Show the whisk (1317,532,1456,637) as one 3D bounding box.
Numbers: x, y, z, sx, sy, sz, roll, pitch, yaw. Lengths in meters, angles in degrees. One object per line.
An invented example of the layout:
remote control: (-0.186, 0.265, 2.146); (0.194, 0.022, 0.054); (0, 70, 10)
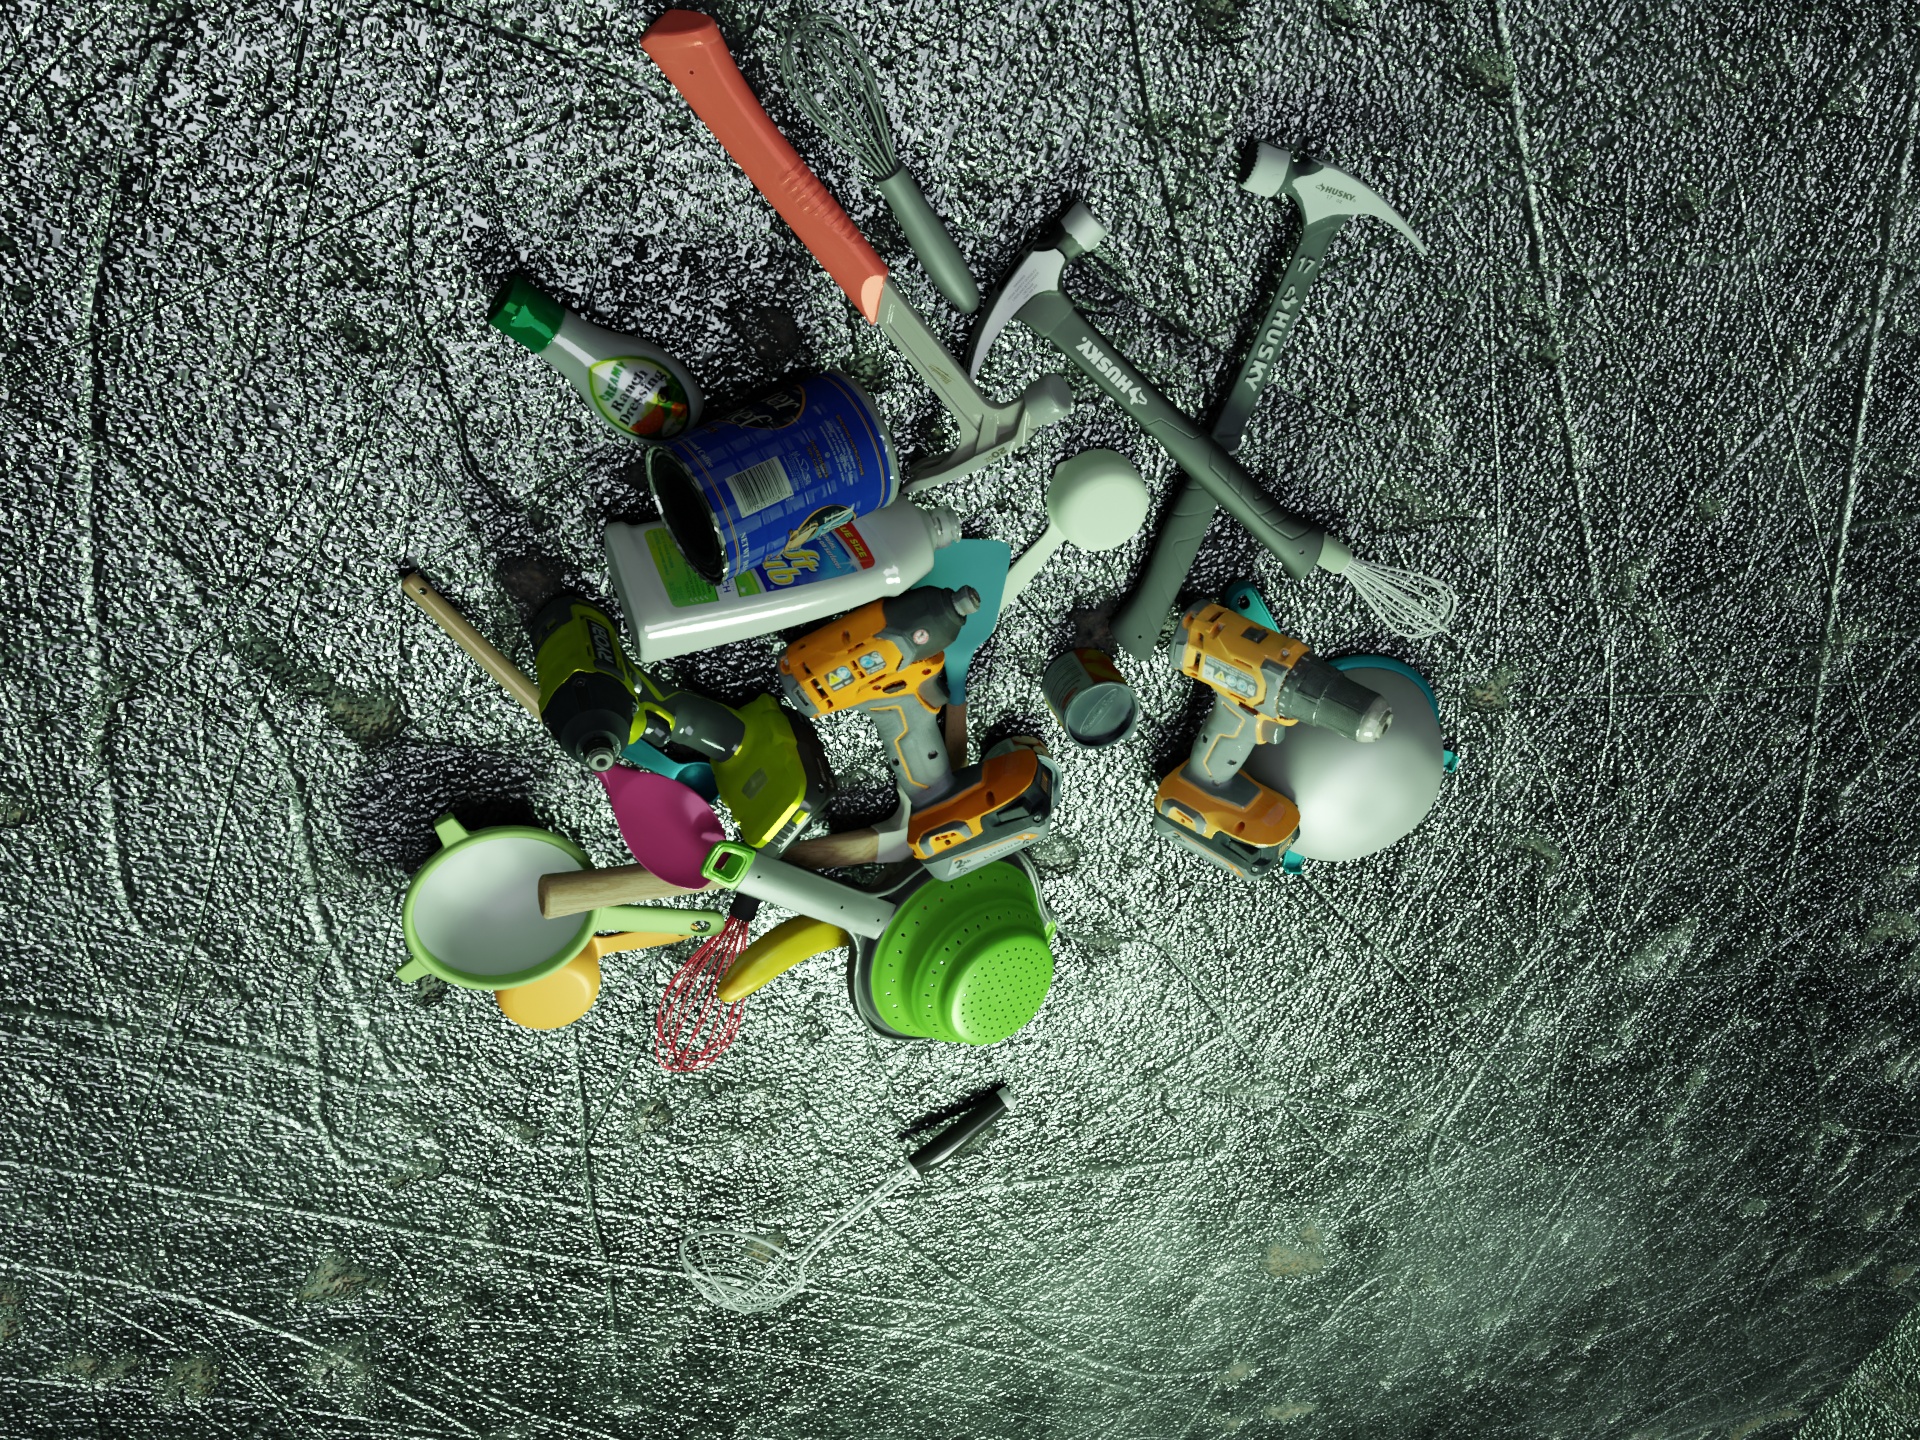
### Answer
whisk: (0.323, -0.130, 1.327); (0.246, 0.058, 0.059); (25, 120, -26)

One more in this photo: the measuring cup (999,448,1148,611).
measuring cup: (0.078, -0.136, 1.240); (0.083, 0.038, 0.167); (35, 105, -34)

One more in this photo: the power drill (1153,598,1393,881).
power drill: (0.253, 0.026, 1.319); (0.084, 0.185, 0.226); (-38, 144, -39)

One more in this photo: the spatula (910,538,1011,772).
spatula: (-0.002, -0.004, 1.308); (0.082, 0.044, 0.317); (-2, 130, -3)

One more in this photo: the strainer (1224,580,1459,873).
strainer: (0.323, 0.014, 1.390); (0.211, 0.095, 0.340); (-35, 128, 6)

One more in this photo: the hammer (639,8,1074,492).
hammer: (-0.083, -0.305, 1.055); (0.149, 0.037, 0.358); (-21, 127, 35)

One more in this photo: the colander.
colander: (-0.042, 0.182, 1.308); (0.396, 0.095, 0.204); (27, 96, -43)

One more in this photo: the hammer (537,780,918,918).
hammer: (-0.172, 0.118, 1.277); (0.331, 0.031, 0.130); (-7, 116, -29)

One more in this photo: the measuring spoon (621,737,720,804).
measuring spoon: (-0.243, 0.025, 1.254); (0.128, 0.021, 0.042); (33, 108, -24)

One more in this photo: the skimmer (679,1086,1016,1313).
skimmer: (-0.109, 0.464, 1.582); (0.363, 0.090, 0.127); (-35, 124, -7)

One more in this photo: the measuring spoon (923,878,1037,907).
measuring spoon: (0.012, 0.154, 1.431); (0.117, 0.011, 0.021); (-5, 123, -12)

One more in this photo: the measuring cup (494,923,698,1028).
measuring cup: (-0.302, 0.206, 1.326); (0.173, 0.052, 0.095); (-11, 125, -10)

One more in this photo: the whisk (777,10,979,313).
whisk: (-0.049, -0.360, 1.046); (0.055, 0.055, 0.238); (-34, 131, 5)

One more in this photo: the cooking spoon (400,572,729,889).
cooking spoon: (-0.289, 0.009, 1.174); (0.318, 0.017, 0.069); (48, 70, -21)

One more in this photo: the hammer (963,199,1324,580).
hammer: (0.150, -0.214, 1.177); (0.334, 0.035, 0.146); (39, 107, -23)

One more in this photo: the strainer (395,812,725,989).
strainer: (-0.315, 0.139, 1.271); (0.256, 0.069, 0.151); (9, 115, -29)

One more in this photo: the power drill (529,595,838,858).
power drill: (-0.204, 0.012, 1.161); (0.223, 0.171, 0.080); (29, 111, -36)

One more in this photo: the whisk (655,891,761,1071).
whisk: (-0.192, 0.180, 1.348); (0.073, 0.073, 0.295); (14, 111, -27)

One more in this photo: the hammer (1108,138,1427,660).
hammer: (0.210, -0.222, 1.221); (0.149, 0.036, 0.408); (14, 120, -13)

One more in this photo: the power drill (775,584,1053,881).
power drill: (-0.016, 0.002, 1.231); (0.164, 0.084, 0.226); (-26, 115, 19)
